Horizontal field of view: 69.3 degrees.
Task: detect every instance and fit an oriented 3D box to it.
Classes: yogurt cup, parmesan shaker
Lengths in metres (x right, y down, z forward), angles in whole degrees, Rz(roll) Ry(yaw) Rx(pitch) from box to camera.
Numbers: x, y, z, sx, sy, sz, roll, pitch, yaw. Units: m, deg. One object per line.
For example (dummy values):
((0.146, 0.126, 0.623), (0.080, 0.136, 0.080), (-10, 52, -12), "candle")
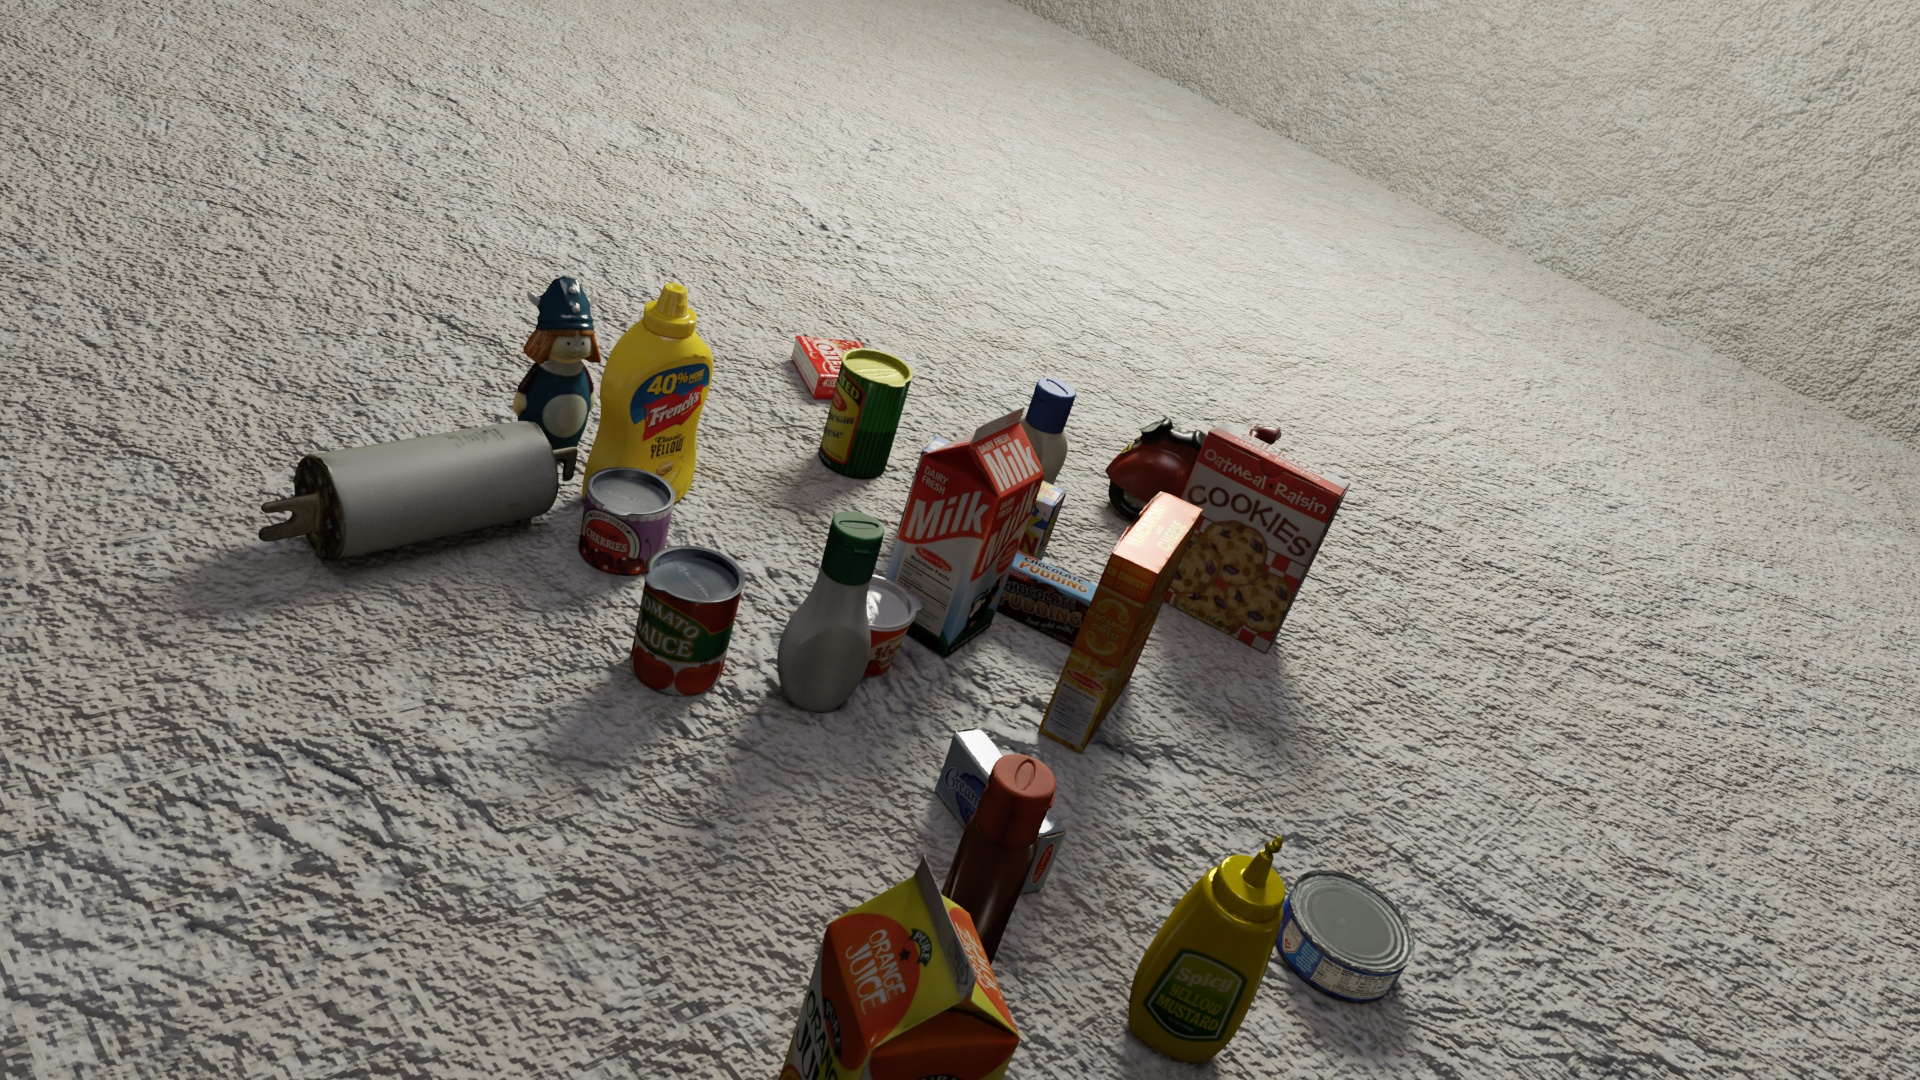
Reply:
((-0.072, 0.065, 1.037), (0.072, 0.053, 0.073), (13, 30, -8), "yogurt cup")
((-0.087, -0.114, 1.274), (0.071, 0.102, 0.071), (14, 30, -8), "parmesan shaker")

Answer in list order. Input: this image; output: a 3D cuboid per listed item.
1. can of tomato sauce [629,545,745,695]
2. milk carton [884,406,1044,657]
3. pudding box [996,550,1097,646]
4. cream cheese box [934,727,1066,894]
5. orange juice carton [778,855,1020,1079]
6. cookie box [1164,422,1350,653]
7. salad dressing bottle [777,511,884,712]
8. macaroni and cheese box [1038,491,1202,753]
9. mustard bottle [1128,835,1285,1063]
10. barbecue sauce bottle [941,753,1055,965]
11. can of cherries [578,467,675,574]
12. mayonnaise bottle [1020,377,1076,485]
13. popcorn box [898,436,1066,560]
((-0.191, 0.056, 0.959), (0.071, 0.082, 0.071), (14, 30, -8), "can of tomato sauce")
((0.004, -0.013, 1.071), (0.073, 0.189, 0.072), (31, 32, 21), "milk carton")
((0.071, 0.047, 1.147), (0.084, 0.049, 0.030), (25, 31, 12), "pudding box")
((0.024, 0.176, 0.907), (0.024, 0.053, 0.104), (-6, 38, -36), "cream cheese box")
((-0.031, 0.237, 0.639), (0.073, 0.191, 0.072), (4, 33, -24), "orange juice carton")
((0.245, -0.002, 1.203), (0.123, 0.166, 0.040), (28, 31, 16), "cookie box")
((-0.087, 0.050, 0.961), (0.064, 0.147, 0.044), (5, 32, -22), "salad dressing bottle")
((0.119, 0.059, 1.037), (0.040, 0.165, 0.124), (26, 31, 13), "macaroni and cheese box")
((0.145, 0.226, 0.785), (0.065, 0.159, 0.049), (22, 30, 7), "mustard bottle")
((0.016, 0.188, 0.789), (0.044, 0.147, 0.065), (21, 30, 6), "barbecue sauce bottle")
((-0.257, -0.014, 1.063), (0.071, 0.058, 0.072), (13, 30, -8), "can of cherries")
((0.064, -0.073, 1.243), (0.041, 0.147, 0.065), (-10, 40, -39), "mayonnaise bottle")
((0.017, -0.026, 1.203), (0.127, 0.084, 0.038), (24, 30, 10), "popcorn box")
